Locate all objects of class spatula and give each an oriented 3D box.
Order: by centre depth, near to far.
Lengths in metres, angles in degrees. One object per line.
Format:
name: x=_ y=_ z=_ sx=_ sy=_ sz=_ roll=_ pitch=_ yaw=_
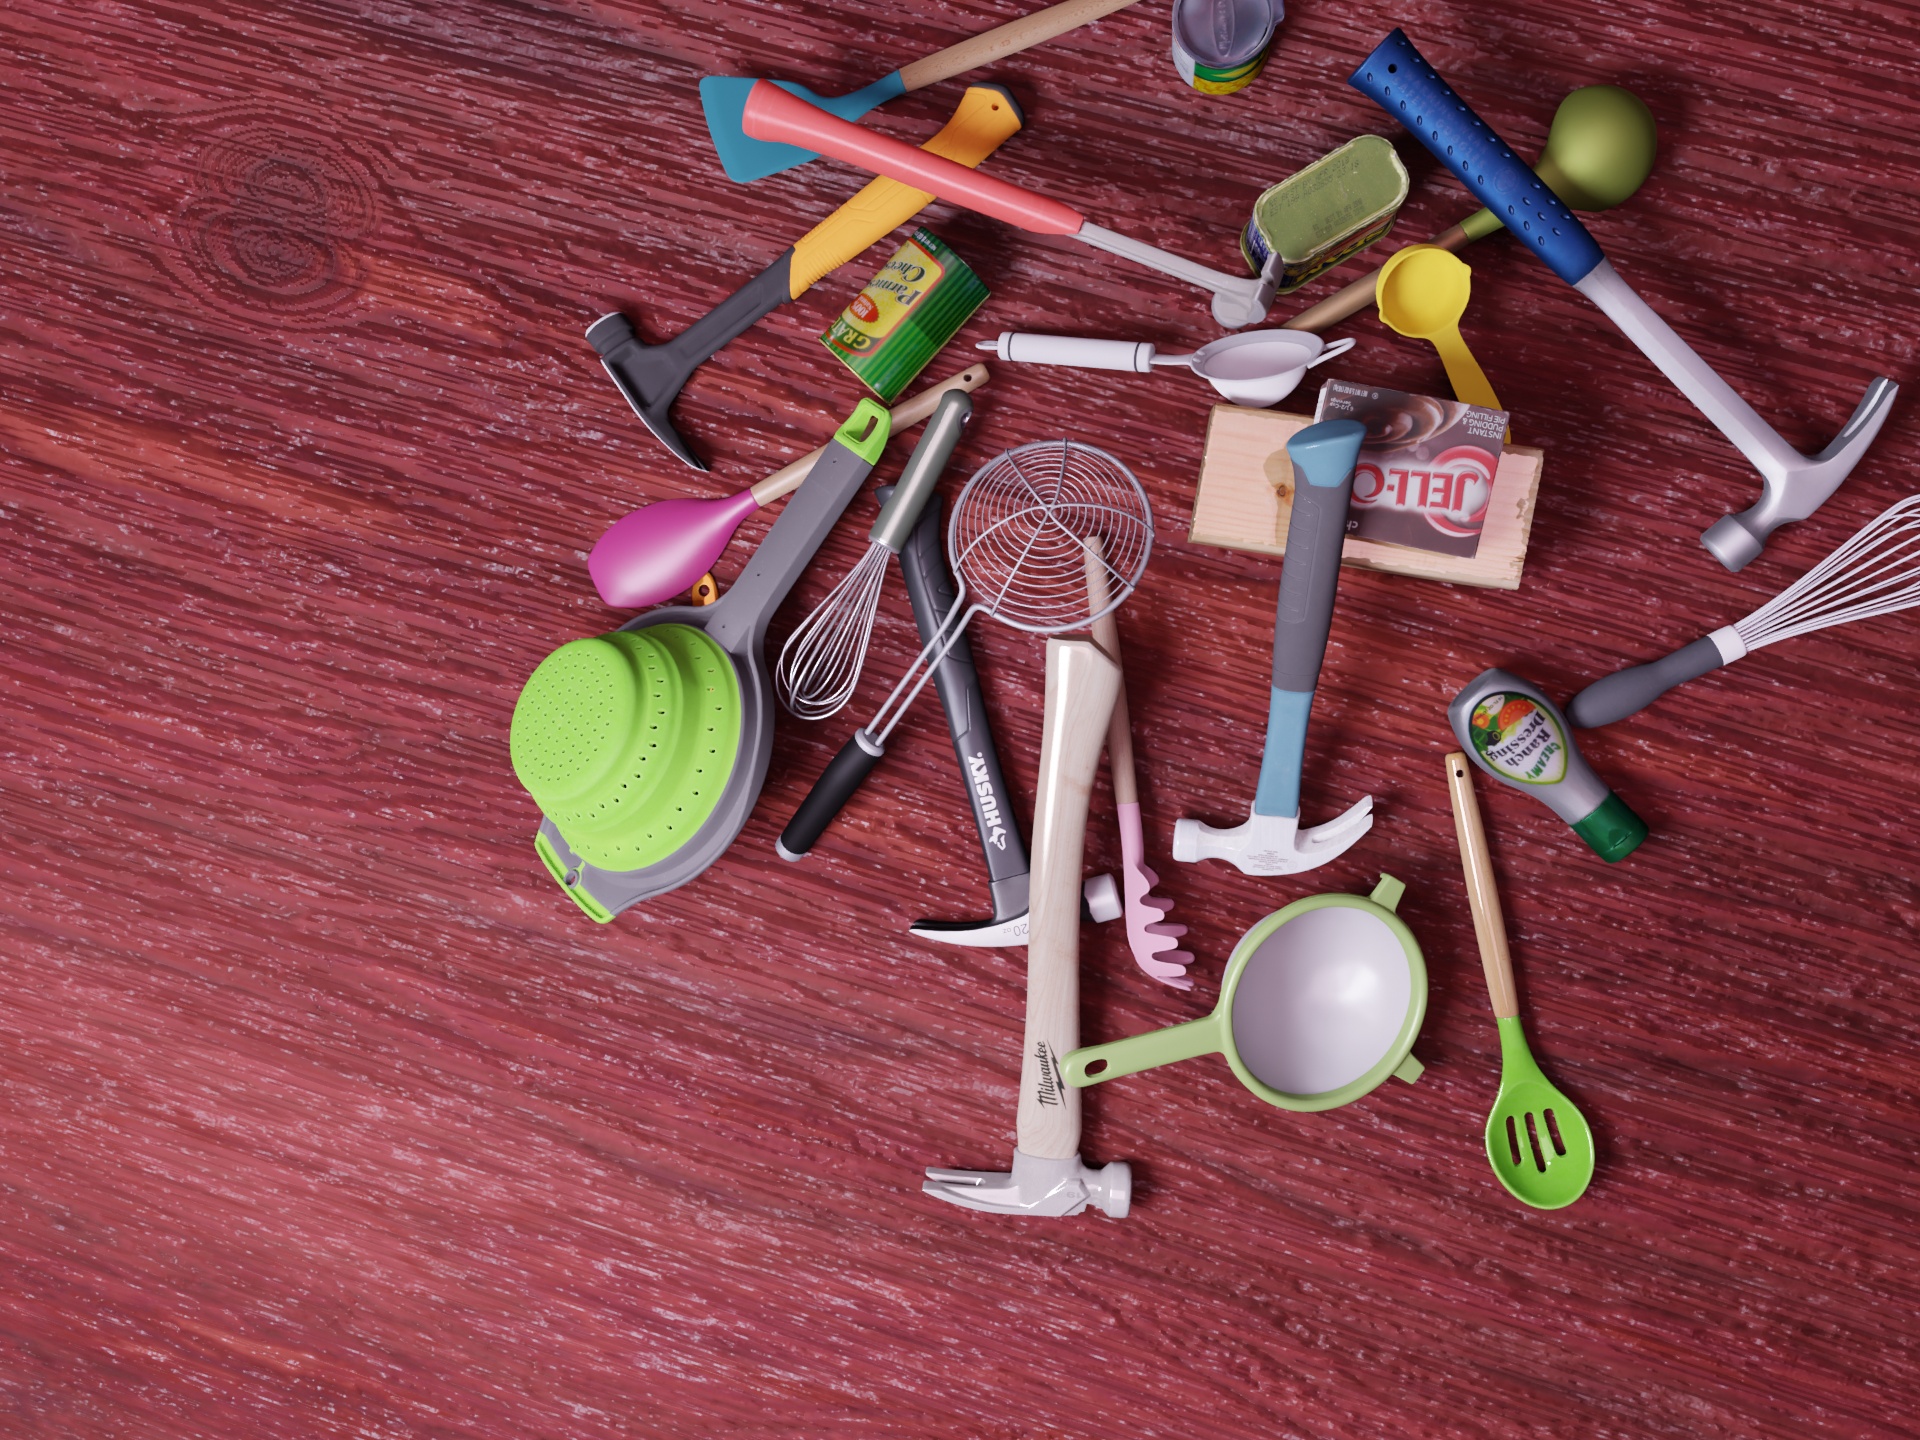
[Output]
spatula: x=-0.016 y=-0.445 z=1.073 sx=0.317 sy=0.044 sz=0.082 roll=-19 pitch=79 yaw=7

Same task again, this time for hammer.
hammer: x=0.406 y=-0.279 z=0.997 sx=0.405 sy=0.035 sz=0.144 roll=42 pitch=111 yaw=-6
hammer: x=0.211 y=-0.034 z=1.003 sx=0.128 sy=0.033 sz=0.330 roll=6 pitch=126 yaw=9
hammer: x=0.031 y=-0.332 z=1.014 sx=0.359 sy=0.149 sz=0.036 roll=22 pitch=98 yaw=2
hammer: x=0.055 y=0.145 z=1.078 sx=0.146 sy=0.038 sz=0.410 roll=3 pitch=103 yaw=3
hammer: x=-0.093 y=-0.316 z=1.097 sx=0.337 sy=0.034 sz=0.127 roll=-36 pitch=89 yaw=8
hammer: x=-0.002 y=-0.004 z=1.109 sx=0.146 sy=0.035 sz=0.335 roll=-16 pitch=92 yaw=7

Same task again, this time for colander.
colander: x=-0.184 y=-0.057 z=1.052 sx=0.205 sy=0.094 sz=0.397 roll=39 pitch=97 yaw=37

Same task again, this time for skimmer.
skimmer: x=-0.012 y=-0.031 z=1.061 sx=0.127 sy=0.090 sz=0.363 roll=49 pitch=125 yaw=16

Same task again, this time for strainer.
strainer: x=0.131 y=-0.239 z=1.056 sx=0.258 sy=0.087 sz=0.050 roll=10 pitch=127 yaw=21
strainer: x=0.182 y=0.193 z=1.063 sx=0.256 sy=0.069 sz=0.151 roll=-13 pitch=104 yaw=-11

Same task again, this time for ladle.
ladle: x=0.305 y=-0.309 z=1.052 sx=0.320 sy=0.062 sz=0.078 roll=-29 pitch=111 yaw=15

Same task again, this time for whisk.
whisk: x=0.529 y=-0.063 z=1.033 sx=0.284 sy=0.070 sz=0.070 roll=-28 pitch=91 yaw=13
whisk: x=-0.055 y=-0.112 z=1.070 sx=0.059 sy=0.057 sz=0.246 roll=29 pitch=94 yaw=17

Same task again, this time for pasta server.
pasta server: x=0.119 y=0.029 z=1.094 sx=0.040 sy=0.060 sz=0.316 roll=-8 pitch=89 yaw=15

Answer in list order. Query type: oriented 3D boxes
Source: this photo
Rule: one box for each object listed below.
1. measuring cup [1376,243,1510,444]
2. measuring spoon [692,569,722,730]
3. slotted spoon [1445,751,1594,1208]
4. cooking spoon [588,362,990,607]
measuring cup: x=0.323 y=-0.242 z=1.044 sx=0.062 sy=0.029 sz=0.156 roll=-28 pitch=117 yaw=18
measuring spoon: x=-0.180 y=-0.050 z=1.138 sx=0.021 sy=0.011 sz=0.117 roll=-5 pitch=93 yaw=7
slotted spoon: x=0.369 y=0.175 z=1.083 sx=0.070 sy=0.031 sz=0.314 roll=-12 pitch=91 yaw=7
cooking spoon: x=-0.122 y=-0.170 z=1.118 sx=0.319 sy=0.017 sz=0.069 roll=-27 pitch=85 yaw=7
